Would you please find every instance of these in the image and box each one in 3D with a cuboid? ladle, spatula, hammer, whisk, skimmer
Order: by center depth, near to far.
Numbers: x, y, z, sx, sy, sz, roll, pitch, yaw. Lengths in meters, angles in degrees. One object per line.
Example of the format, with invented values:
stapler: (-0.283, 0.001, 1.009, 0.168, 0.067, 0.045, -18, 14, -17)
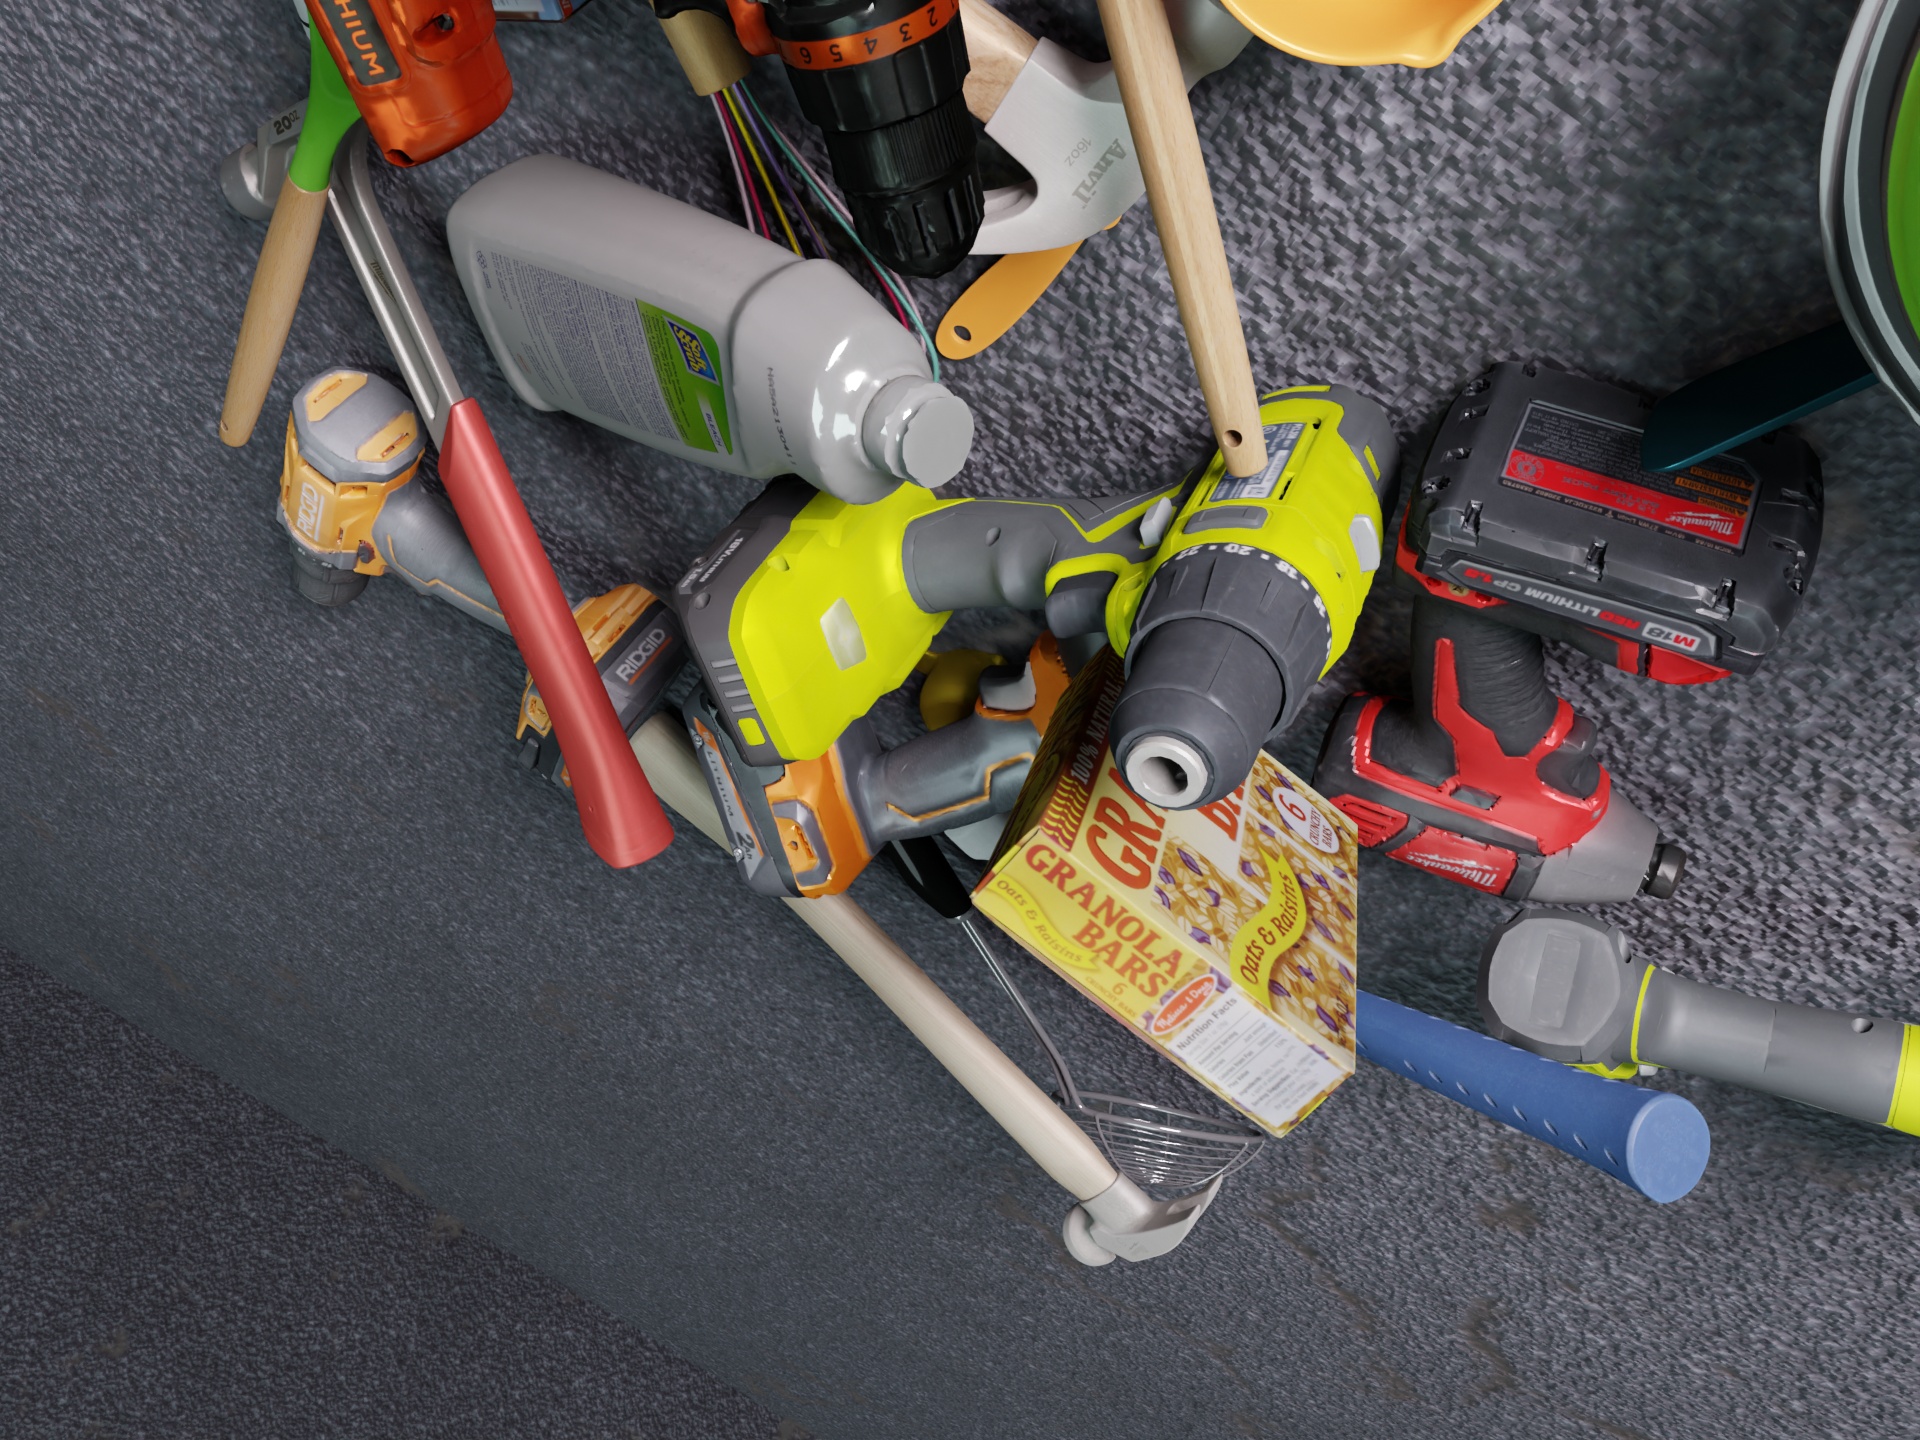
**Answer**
spatula: (0.339, -0.086, 0.386, 0.317, 0.082, 0.044, 6, 117, 24)
ladle: (0.034, -0.202, 0.407, 0.078, 0.062, 0.320, -1, 124, 32)
hammer: (-0.080, -0.254, 0.465, 0.331, 0.031, 0.130, 33, 137, -10)
whisk: (-0.071, -0.201, 0.553, 0.051, 0.047, 0.244, 2, 134, 37)
hammer: (0.136, 0.116, 0.691, 0.144, 0.035, 0.406, 46, 165, -26)
hammer: (-0.203, -0.094, 0.708, 0.149, 0.037, 0.358, -1, 117, 40)
hammer: (-0.032, 0.144, 0.892, 0.410, 0.038, 0.146, 44, 148, 3)
skimmer: (0.049, 0.136, 0.910, 0.127, 0.090, 0.363, 0, 127, 58)

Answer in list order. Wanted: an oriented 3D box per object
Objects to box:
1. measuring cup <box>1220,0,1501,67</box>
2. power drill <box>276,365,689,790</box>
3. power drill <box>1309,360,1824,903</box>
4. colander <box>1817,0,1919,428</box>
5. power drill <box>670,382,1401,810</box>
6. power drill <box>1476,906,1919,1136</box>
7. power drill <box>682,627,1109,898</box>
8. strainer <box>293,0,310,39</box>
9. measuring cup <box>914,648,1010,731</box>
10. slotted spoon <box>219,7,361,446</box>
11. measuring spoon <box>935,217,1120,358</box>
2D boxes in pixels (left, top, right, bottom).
measuring cup: (0.136, -0.222, 0.367, 0.173, 0.052, 0.095, -17, 124, 26)
power drill: (-0.266, -0.063, 0.850, 0.226, 0.084, 0.185, 40, 146, -6)
power drill: (0.208, -0.009, 0.562, 0.143, 0.079, 0.219, 21, 149, 16)
colander: (0.218, -0.162, 0.268, 0.204, 0.094, 0.397, -23, 107, 44)
power drill: (0.021, -0.038, 0.536, 0.228, 0.191, 0.080, -2, 125, 30)
power drill: (0.330, 0.133, 0.628, 0.223, 0.080, 0.171, 12, 170, 29)
power drill: (-0.001, -0.002, 0.692, 0.226, 0.084, 0.164, -5, 115, 24)
strainer: (-0.243, -0.326, 0.524, 0.087, 0.050, 0.258, 49, 160, 24)
measuring cup: (-0.037, -0.026, 0.763, 0.156, 0.029, 0.062, 25, 146, 3)
slotted spoon: (-0.268, -0.203, 0.641, 0.070, 0.031, 0.313, 55, 139, 5)
measuring spoon: (0.023, -0.160, 0.566, 0.021, 0.011, 0.117, 39, 149, -13)
